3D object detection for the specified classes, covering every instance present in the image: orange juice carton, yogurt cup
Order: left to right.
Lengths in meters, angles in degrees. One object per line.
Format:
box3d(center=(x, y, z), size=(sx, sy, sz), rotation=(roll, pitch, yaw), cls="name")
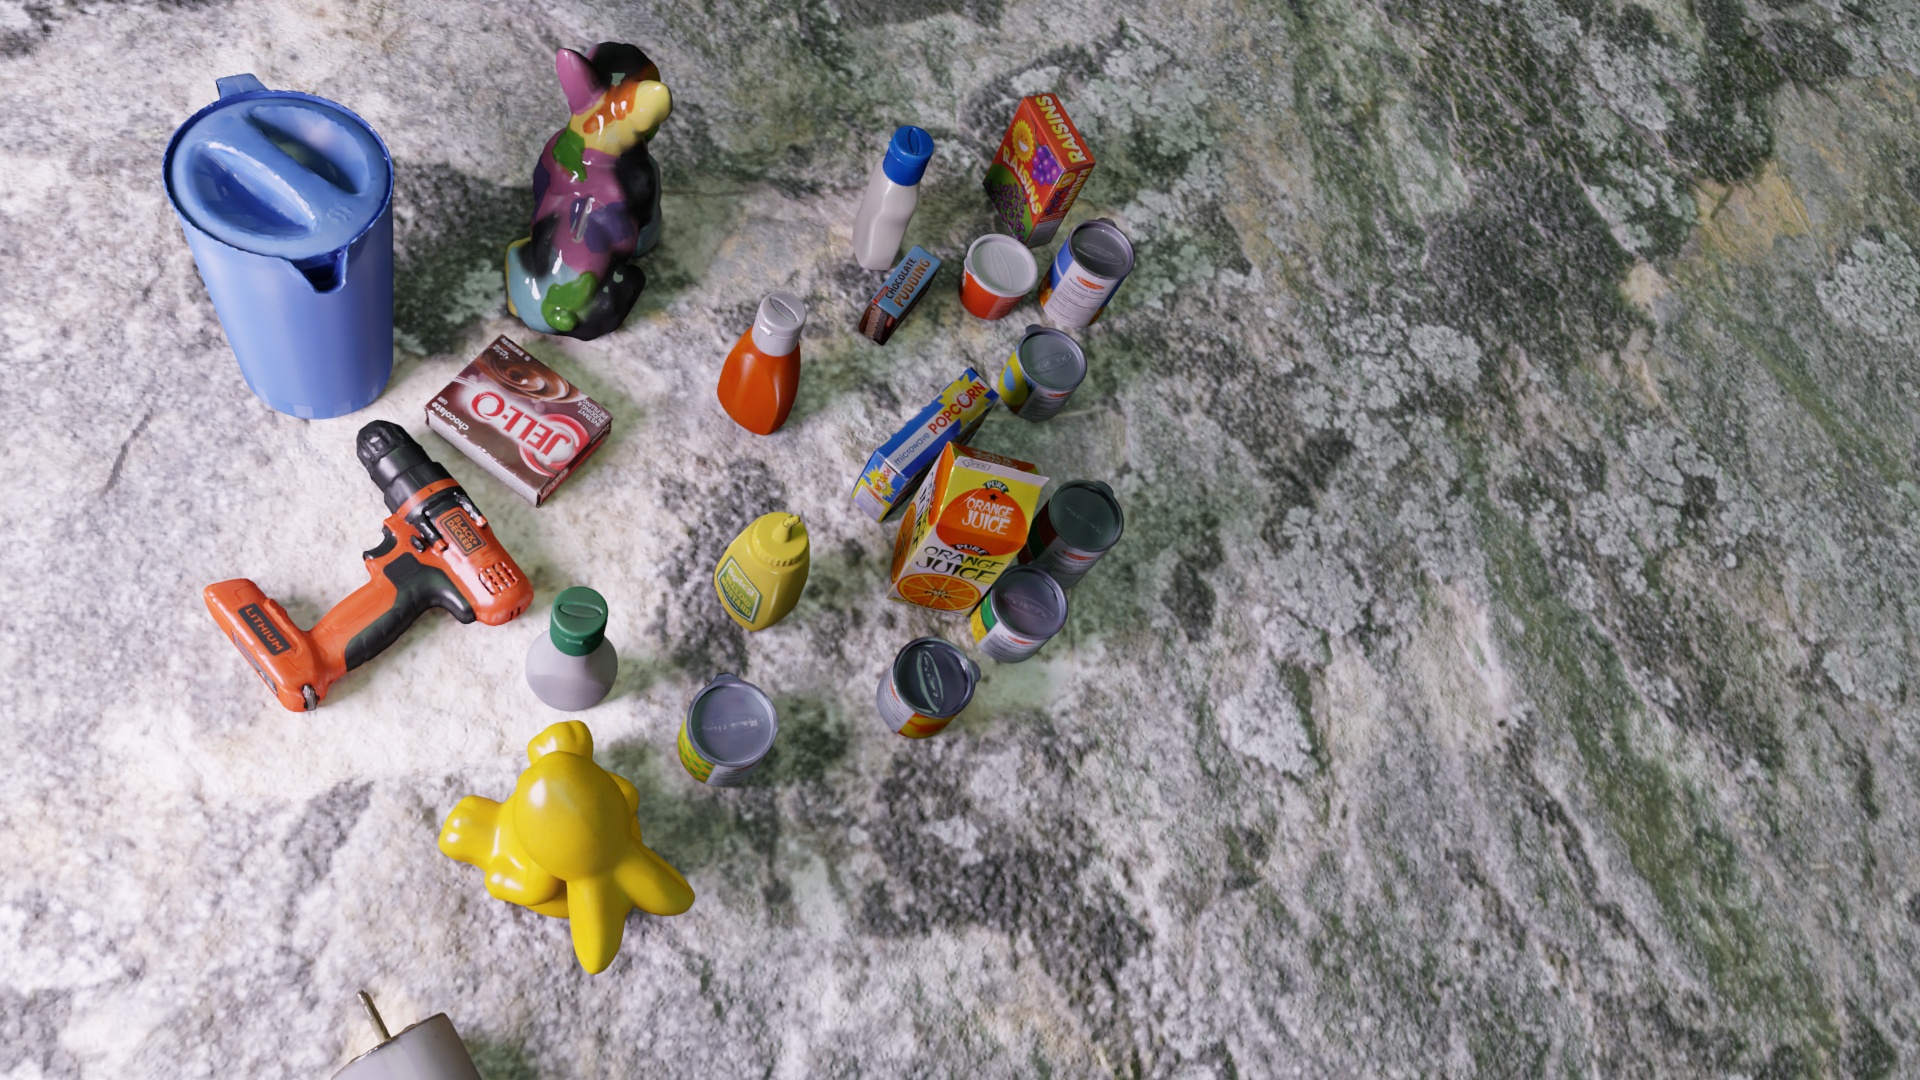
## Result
box3d(center=(0.004, -0.014, 1.080), size=(0.072, 0.191, 0.073), rotation=(14, 62, -12), cls="orange juice carton")
box3d(center=(0.032, -0.240, 1.282), size=(0.072, 0.053, 0.072), rotation=(8, 63, -16), cls="yogurt cup")

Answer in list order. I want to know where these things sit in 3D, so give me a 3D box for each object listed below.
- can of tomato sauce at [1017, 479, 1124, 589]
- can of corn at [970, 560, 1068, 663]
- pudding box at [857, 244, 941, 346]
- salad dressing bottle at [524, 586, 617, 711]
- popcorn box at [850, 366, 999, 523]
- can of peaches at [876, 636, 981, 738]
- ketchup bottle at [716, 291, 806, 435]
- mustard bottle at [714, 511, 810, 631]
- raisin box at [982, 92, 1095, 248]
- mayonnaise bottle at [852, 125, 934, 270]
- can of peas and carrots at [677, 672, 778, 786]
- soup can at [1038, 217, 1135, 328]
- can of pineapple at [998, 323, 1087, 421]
box3d(center=(0.091, -0.005, 1.171), size=(0.071, 0.082, 0.071), rotation=(8, 63, -16), cls="can of tomato sauce")
box3d(center=(0.048, 0.059, 1.138), size=(0.071, 0.058, 0.071), rotation=(8, 63, -16), cls="can of corn")
box3d(center=(-0.054, -0.220, 1.245), size=(0.030, 0.049, 0.084), rotation=(34, 59, -1), cls="pudding box")
box3d(center=(-0.269, 0.076, 0.967), size=(0.064, 0.147, 0.044), rotation=(10, 63, -14), cls="salad dressing bottle")
box3d(center=(-0.030, -0.079, 1.163), size=(0.038, 0.085, 0.127), rotation=(43, 59, 4), cls="popcorn box")
box3d(center=(-0.026, 0.116, 1.085), size=(0.071, 0.057, 0.071), rotation=(8, 63, -16), cls="can of peaches")
box3d(center=(-0.156, -0.143, 1.114), size=(0.065, 0.148, 0.044), rotation=(42, 59, 3), cls="ketchup bottle")
box3d(center=(-0.143, 0.015, 1.034), size=(0.049, 0.159, 0.065), rotation=(-35, 80, -29), cls="mustard bottle")
box3d(center=(0.072, -0.346, 1.308), size=(0.040, 0.122, 0.086), rotation=(-19, 73, -26), cls="raisin box")
box3d(center=(-0.060, -0.304, 1.227), size=(0.041, 0.147, 0.065), rotation=(1, 65, -19), cls="mayonnaise bottle")
box3d(center=(-0.173, 0.140, 1.021), size=(0.071, 0.058, 0.071), rotation=(8, 63, -16), cls="can of peas and carrots")
box3d(center=(0.118, -0.250, 1.300), size=(0.071, 0.083, 0.071), rotation=(8, 63, -16), cls="soup can")
box3d(center=(0.073, -0.150, 1.250), size=(0.071, 0.057, 0.071), rotation=(8, 63, -16), cls="can of pineapple")
